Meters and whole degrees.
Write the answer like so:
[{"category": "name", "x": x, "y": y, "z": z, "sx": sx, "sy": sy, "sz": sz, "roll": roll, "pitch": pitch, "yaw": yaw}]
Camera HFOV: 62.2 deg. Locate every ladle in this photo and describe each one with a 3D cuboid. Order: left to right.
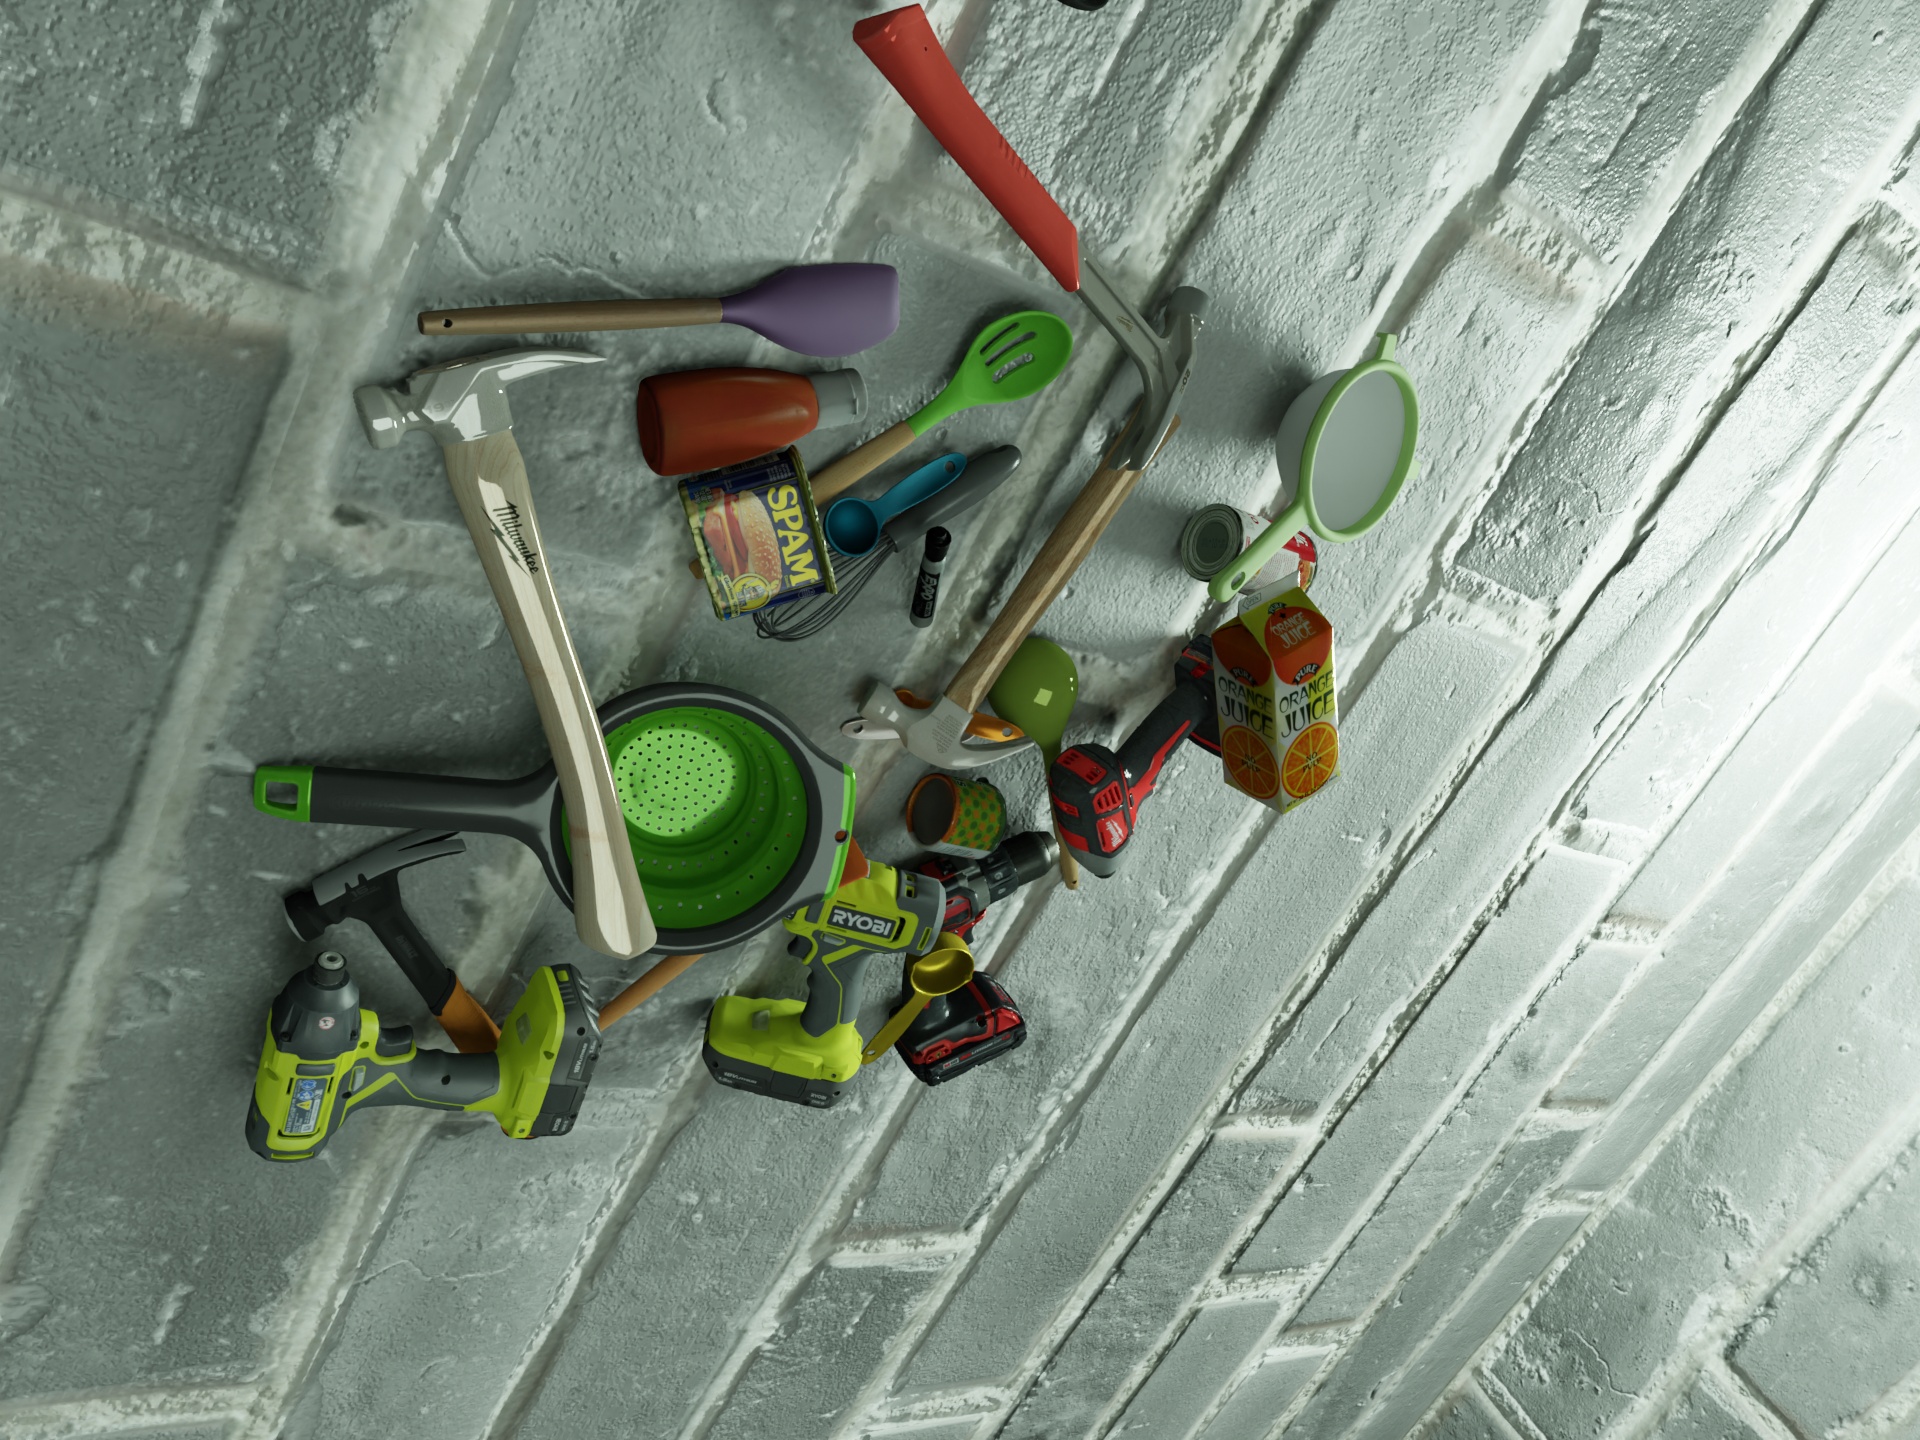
[{"category": "ladle", "x": 0.079, "y": 0.049, "z": 1.398, "sx": 0.078, "sy": 0.062, "sz": 0.319, "roll": -26, "pitch": 142, "yaw": -10}]

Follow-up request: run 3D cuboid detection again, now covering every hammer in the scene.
[{"category": "hammer", "x": -0.377, "y": 0.216, "z": 1.211, "sx": 0.127, "sy": 0.034, "sz": 0.336, "roll": -27, "pitch": 135, "yaw": -13}, {"category": "hammer", "x": -0.251, "y": -0.030, "z": 1.020, "sx": 0.146, "sy": 0.038, "sz": 0.410, "roll": -20, "pitch": 116, "yaw": -20}, {"category": "hammer", "x": 0.049, "y": -0.320, "z": 1.049, "sx": 0.358, "sy": 0.037, "sz": 0.149, "roll": 38, "pitch": 71, "yaw": -43}, {"category": "hammer", "x": 0.065, "y": -0.105, "z": 1.237, "sx": 0.130, "sy": 0.031, "sz": 0.331, "roll": 34, "pitch": 97, "yaw": -12}]

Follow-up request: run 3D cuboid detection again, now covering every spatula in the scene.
[{"category": "spatula", "x": -0.173, "y": -0.250, "z": 0.982, "sx": 0.316, "sy": 0.018, "sz": 0.059, "roll": -11, "pitch": 112, "yaw": -31}, {"category": "spatula", "x": -0.194, "y": 0.165, "z": 1.237, "sx": 0.322, "sy": 0.081, "sz": 0.041, "roll": -38, "pitch": 169, "yaw": 22}]

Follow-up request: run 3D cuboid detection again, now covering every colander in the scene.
[{"category": "colander", "x": -0.277, "y": 0.050, "z": 1.119, "sx": 0.397, "sy": 0.095, "sz": 0.204, "roll": 5, "pitch": 108, "yaw": -17}]

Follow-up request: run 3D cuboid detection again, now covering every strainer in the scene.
[{"category": "strainer", "x": 0.269, "y": -0.190, "z": 1.285, "sx": 0.256, "sy": 0.069, "sz": 0.151, "roll": -44, "pitch": 135, "yaw": -17}]

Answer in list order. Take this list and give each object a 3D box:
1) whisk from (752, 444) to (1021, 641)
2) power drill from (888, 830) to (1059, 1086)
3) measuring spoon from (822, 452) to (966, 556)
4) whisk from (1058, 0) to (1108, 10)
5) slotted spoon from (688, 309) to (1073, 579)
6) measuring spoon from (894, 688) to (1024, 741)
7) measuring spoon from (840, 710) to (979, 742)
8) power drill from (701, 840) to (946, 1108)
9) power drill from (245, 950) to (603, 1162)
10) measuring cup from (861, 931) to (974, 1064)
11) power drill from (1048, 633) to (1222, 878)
[{"category": "whisk", "x": -0.051, "y": -0.131, "z": 1.155, "sx": 0.239, "sy": 0.055, "sz": 0.055, "roll": -36, "pitch": 137, "yaw": -12}, {"category": "power drill", "x": 0.009, "y": 0.207, "z": 1.444, "sx": 0.188, "sy": 0.080, "sz": 0.226, "roll": -22, "pitch": 130, "yaw": -19}, {"category": "measuring spoon", "x": -0.048, "y": -0.157, "z": 1.134, "sx": 0.128, "sy": 0.021, "sz": 0.042, "roll": -35, "pitch": 103, "yaw": -26}, {"category": "whisk", "x": -0.013, "y": -0.466, "z": 0.906, "sx": 0.295, "sy": 0.073, "sz": 0.073, "roll": 4, "pitch": 121, "yaw": -44}, {"category": "slotted spoon", "x": -0.058, "y": -0.192, "z": 1.113, "sx": 0.314, "sy": 0.031, "sz": 0.070, "roll": -35, "pitch": 136, "yaw": -4}, {"category": "measuring spoon", "x": -0.002, "y": -0.004, "z": 1.283, "sx": 0.116, "sy": 0.011, "sz": 0.021, "roll": 17, "pitch": 118, "yaw": -17}, {"category": "measuring spoon", "x": -0.041, "y": 0.002, "z": 1.292, "sx": 0.124, "sy": 0.018, "sz": 0.034, "roll": -2, "pitch": 124, "yaw": -26}, {"category": "power drill", "x": -0.135, "y": 0.201, "z": 1.312, "sx": 0.190, "sy": 0.080, "sz": 0.228, "roll": 16, "pitch": 119, "yaw": -11}, {"category": "power drill", "x": -0.382, "y": 0.237, "z": 1.147, "sx": 0.223, "sy": 0.080, "sz": 0.171, "roll": 6, "pitch": 121, "yaw": -33}, {"category": "measuring cup", "x": -0.046, "y": 0.240, "z": 1.376, "sx": 0.062, "sy": 0.029, "sz": 0.156, "roll": 20, "pitch": 121, "yaw": -33}, {"category": "power drill", "x": 0.171, "y": 0.038, "z": 1.383, "sx": 0.220, "sy": 0.079, "sz": 0.143, "roll": -39, "pitch": 138, "yaw": -22}]
